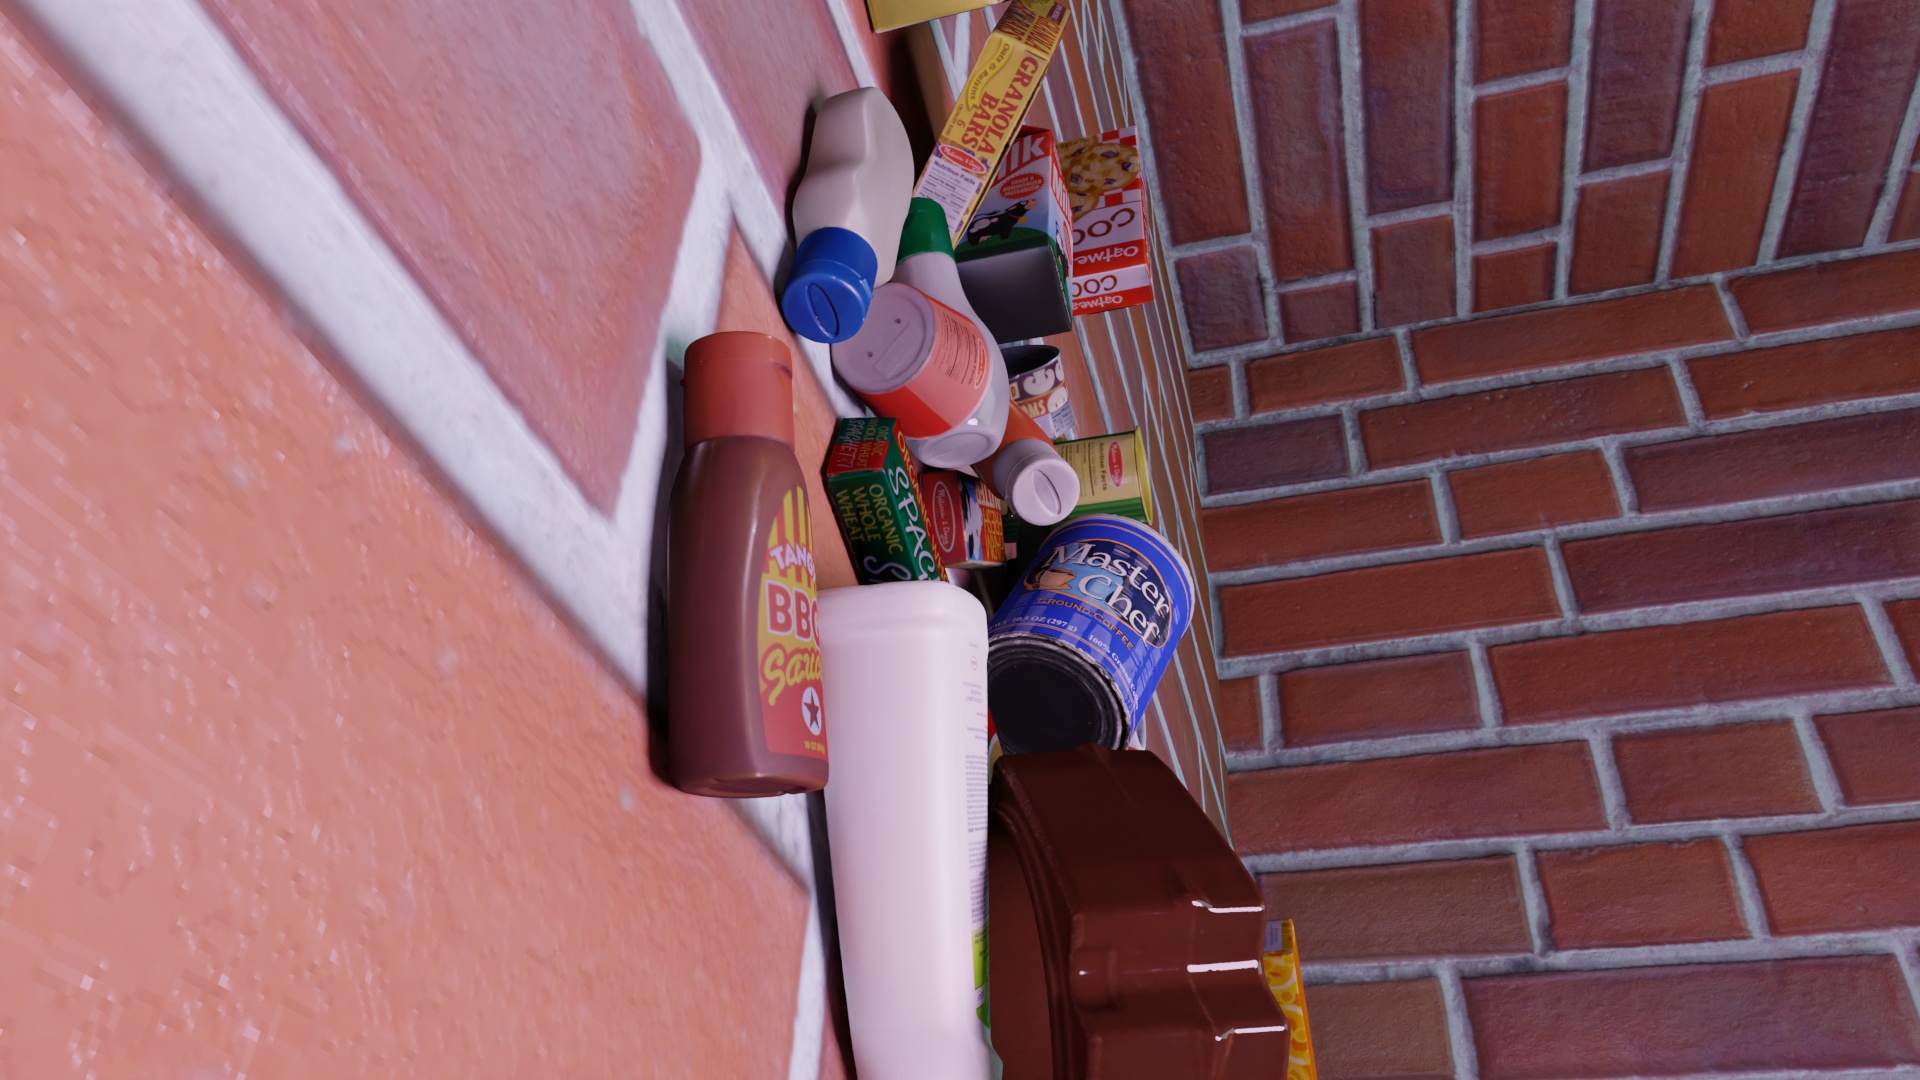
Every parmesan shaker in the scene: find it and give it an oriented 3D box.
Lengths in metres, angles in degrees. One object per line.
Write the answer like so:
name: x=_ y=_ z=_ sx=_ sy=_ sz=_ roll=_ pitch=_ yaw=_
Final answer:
parmesan shaker: x=0.076 y=-0.039 z=0.958 sx=0.071 sy=0.103 sz=0.071 roll=-9 pitch=92 yaw=-77

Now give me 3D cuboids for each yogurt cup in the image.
yogurt cup: x=-0.025 y=-0.087 z=0.658 sx=0.054 sy=0.072 sz=0.072 roll=31 pitch=52 yaw=-63

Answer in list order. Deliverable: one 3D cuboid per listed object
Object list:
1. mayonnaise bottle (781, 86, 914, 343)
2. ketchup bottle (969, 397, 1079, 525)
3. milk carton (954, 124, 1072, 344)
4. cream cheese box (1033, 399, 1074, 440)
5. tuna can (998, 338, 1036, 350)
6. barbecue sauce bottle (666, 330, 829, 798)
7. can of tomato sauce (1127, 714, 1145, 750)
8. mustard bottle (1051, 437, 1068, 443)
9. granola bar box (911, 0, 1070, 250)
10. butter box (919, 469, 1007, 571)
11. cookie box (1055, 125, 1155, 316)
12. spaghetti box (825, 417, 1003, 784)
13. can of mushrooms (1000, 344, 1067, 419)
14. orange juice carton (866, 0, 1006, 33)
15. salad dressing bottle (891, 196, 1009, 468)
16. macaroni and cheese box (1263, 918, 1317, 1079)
mayonnaise bottle: x=-0.051 y=-0.147 z=0.634 sx=0.149 sy=0.041 sz=0.064 roll=-82 pitch=157 yaw=-46
ketchup bottle: x=0.025 y=-0.050 z=0.767 sx=0.064 sy=0.043 sz=0.149 roll=59 pitch=-1 yaw=-26
milk carton: x=0.037 y=-0.223 z=0.972 sx=0.191 sy=0.073 sz=0.072 roll=-84 pitch=161 yaw=-46
cream cheese box: x=0.046 y=-0.081 z=0.967 sx=0.104 sy=0.053 sz=0.024 roll=-41 pitch=120 yaw=-75
tuna can: x=0.035 y=-0.131 z=0.994 sx=0.071 sy=0.033 sz=0.071 roll=-10 pitch=91 yaw=-77
barbecue sauce bottle: x=-0.071 y=0.007 z=0.451 sx=0.065 sy=0.043 sz=0.149 roll=43 pitch=40 yaw=-68
can of tomato sauce: x=0.074 y=0.111 z=0.901 sx=0.071 sy=0.083 sz=0.071 roll=-10 pitch=91 yaw=-76
mustard bottle: x=0.073 y=-0.025 z=1.029 sx=0.048 sy=0.065 sz=0.161 roll=51 pitch=29 yaw=-58
granola bar box: x=0.018 y=-0.260 z=0.844 sx=0.123 sy=0.039 sz=0.166 roll=-59 pitch=-172 yaw=30
butter box: x=0.003 y=-0.010 z=0.807 sx=0.103 sy=0.024 sz=0.053 roll=9 pitch=74 yaw=-76
cookie box: x=0.081 y=-0.239 z=1.060 sx=0.040 sy=0.123 sz=0.168 roll=66 pitch=21 yaw=-48
spaghetti box: x=-0.015 y=0.056 z=0.684 sx=0.050 sy=0.028 sz=0.248 roll=-80 pitch=158 yaw=-55
can of mushrooms: x=0.035 y=-0.102 z=0.909 sx=0.071 sy=0.071 sz=0.033 roll=-70 pitch=151 yaw=-63
orange juice carton: x=-0.009 y=-0.367 z=0.871 sx=0.193 sy=0.073 sz=0.071 roll=-68 pitch=147 yaw=-65
salad dressing bottle: x=-0.014 y=-0.112 z=0.734 sx=0.044 sy=0.064 sz=0.148 roll=36 pitch=38 yaw=-59
macaroni and cheese box: x=0.099 y=0.268 z=0.728 sx=0.040 sy=0.166 sz=0.123 roll=-44 pitch=124 yaw=-74
